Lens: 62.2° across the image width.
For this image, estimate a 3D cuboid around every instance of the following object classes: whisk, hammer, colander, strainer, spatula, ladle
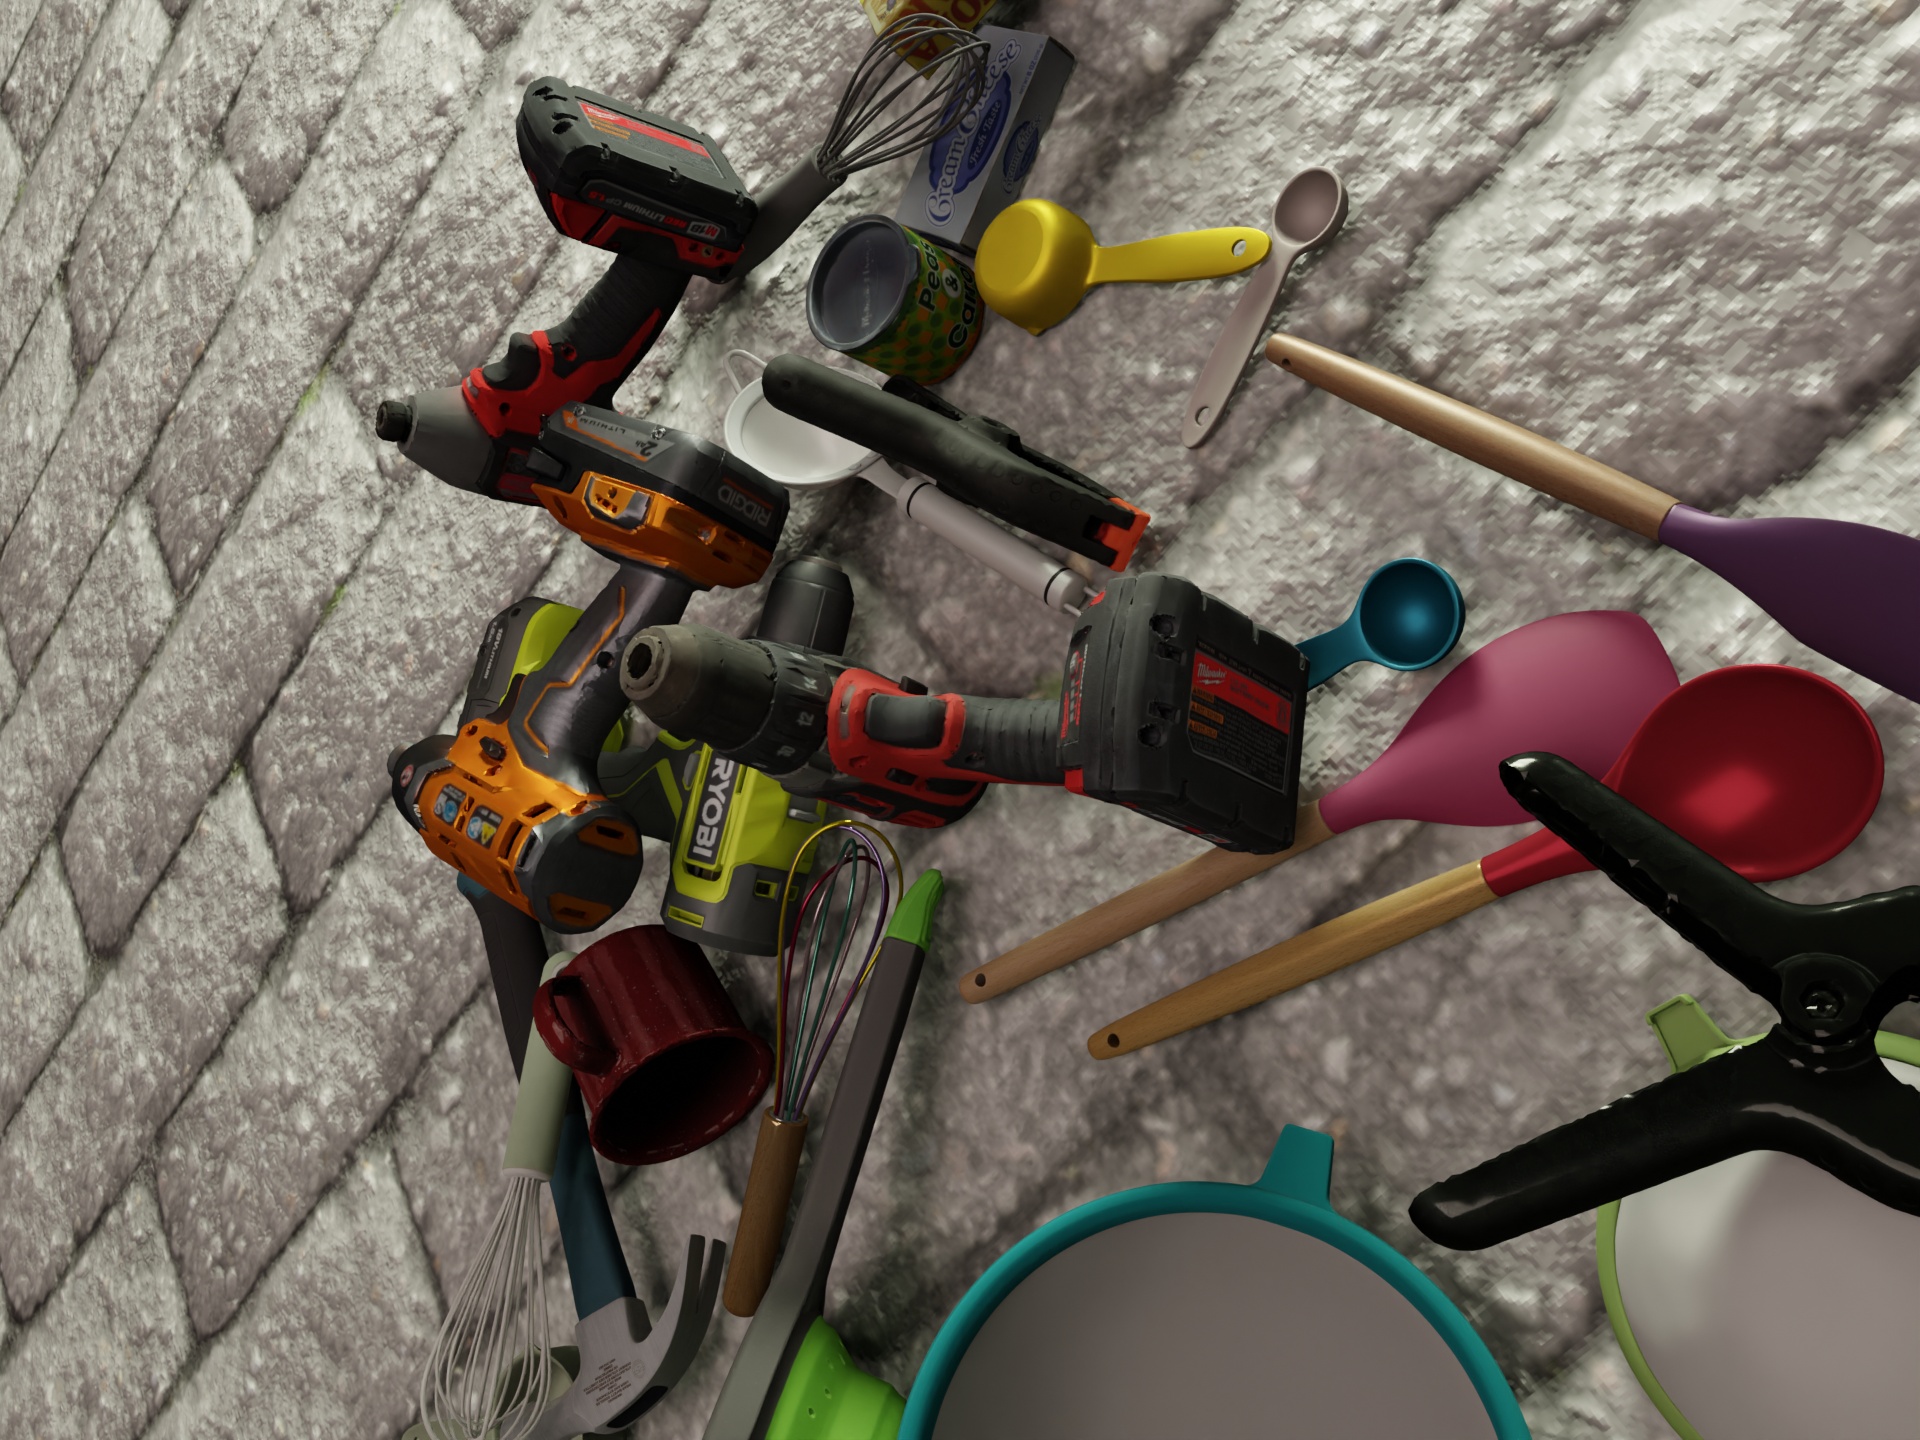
[{"bbox_3d":[-0.213,0.231,0.779,0.059,0.057,0.247,130,150,-57],"label":"whisk"},{"bbox_3d":[-0.072,0.164,0.738,0.051,0.047,0.245,30,108,62],"label":"whisk"},{"bbox_3d":[-0.215,0.202,0.837,0.128,0.033,0.331,-31,57,8],"label":"hammer"},{"bbox_3d":[-0.036,0.260,0.659,0.094,0.204,0.397,16,74,6],"label":"colander"},{"bbox_3d":[0.033,0.302,0.545,0.340,0.095,0.211,-29,62,3],"label":"strainer"},{"bbox_3d":[-0.027,-0.107,0.756,0.087,0.050,0.259,-38,54,-24],"label":"strainer"},{"bbox_3d":[0.224,-0.081,0.551,0.018,0.059,0.316,-35,47,-19],"label":"spatula"},{"bbox_3d":[0.168,0.068,0.574,0.315,0.031,0.069,-31,73,33],"label":"ladle"},{"bbox_3d":[0.239,0.215,0.461,0.152,0.069,0.256,17,91,40],"label":"strainer"},{"bbox_3d":[-0.068,-0.276,0.797,0.239,0.055,0.055,-22,68,49],"label":"whisk"}]

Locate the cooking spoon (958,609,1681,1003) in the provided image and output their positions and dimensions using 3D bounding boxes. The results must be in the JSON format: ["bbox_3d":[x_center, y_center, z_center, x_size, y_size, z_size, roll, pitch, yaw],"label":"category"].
[{"bbox_3d":[0.121,0.048,0.620,0.319,0.017,0.069,-31,63,30],"label":"cooking spoon"}]

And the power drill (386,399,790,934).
[{"bbox_3d":[-0.189,-0.031,0.756,0.164,0.084,0.226,21,86,37],"label":"power drill"}]

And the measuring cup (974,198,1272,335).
[{"bbox_3d":[0.066,-0.205,0.698,0.157,0.029,0.062,11,89,46],"label":"measuring cup"}]

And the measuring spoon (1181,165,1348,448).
[{"bbox_3d":[0.127,-0.168,0.663,0.034,0.018,0.124,46,118,44],"label":"measuring spoon"}]

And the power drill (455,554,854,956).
[{"bbox_3d":[-0.153,0.003,0.815,0.229,0.080,0.190,11,85,37],"label":"power drill"}]

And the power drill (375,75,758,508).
[{"bbox_3d":[-0.209,-0.208,0.832,0.219,0.143,0.079,-56,46,30],"label":"power drill"}]

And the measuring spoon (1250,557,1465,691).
[{"bbox_3d":[0.143,-0.023,0.622,0.128,0.021,0.042,-30,71,41],"label":"measuring spoon"}]

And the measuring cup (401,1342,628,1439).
[{"bbox_3d":[-0.235,0.373,0.837,0.167,0.038,0.083,-24,67,36],"label":"measuring cup"}]

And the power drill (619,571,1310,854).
[{"bbox_3d":[-0.001,-0.002,0.617,0.227,0.187,0.080,-3,74,39],"label":"power drill"}]
